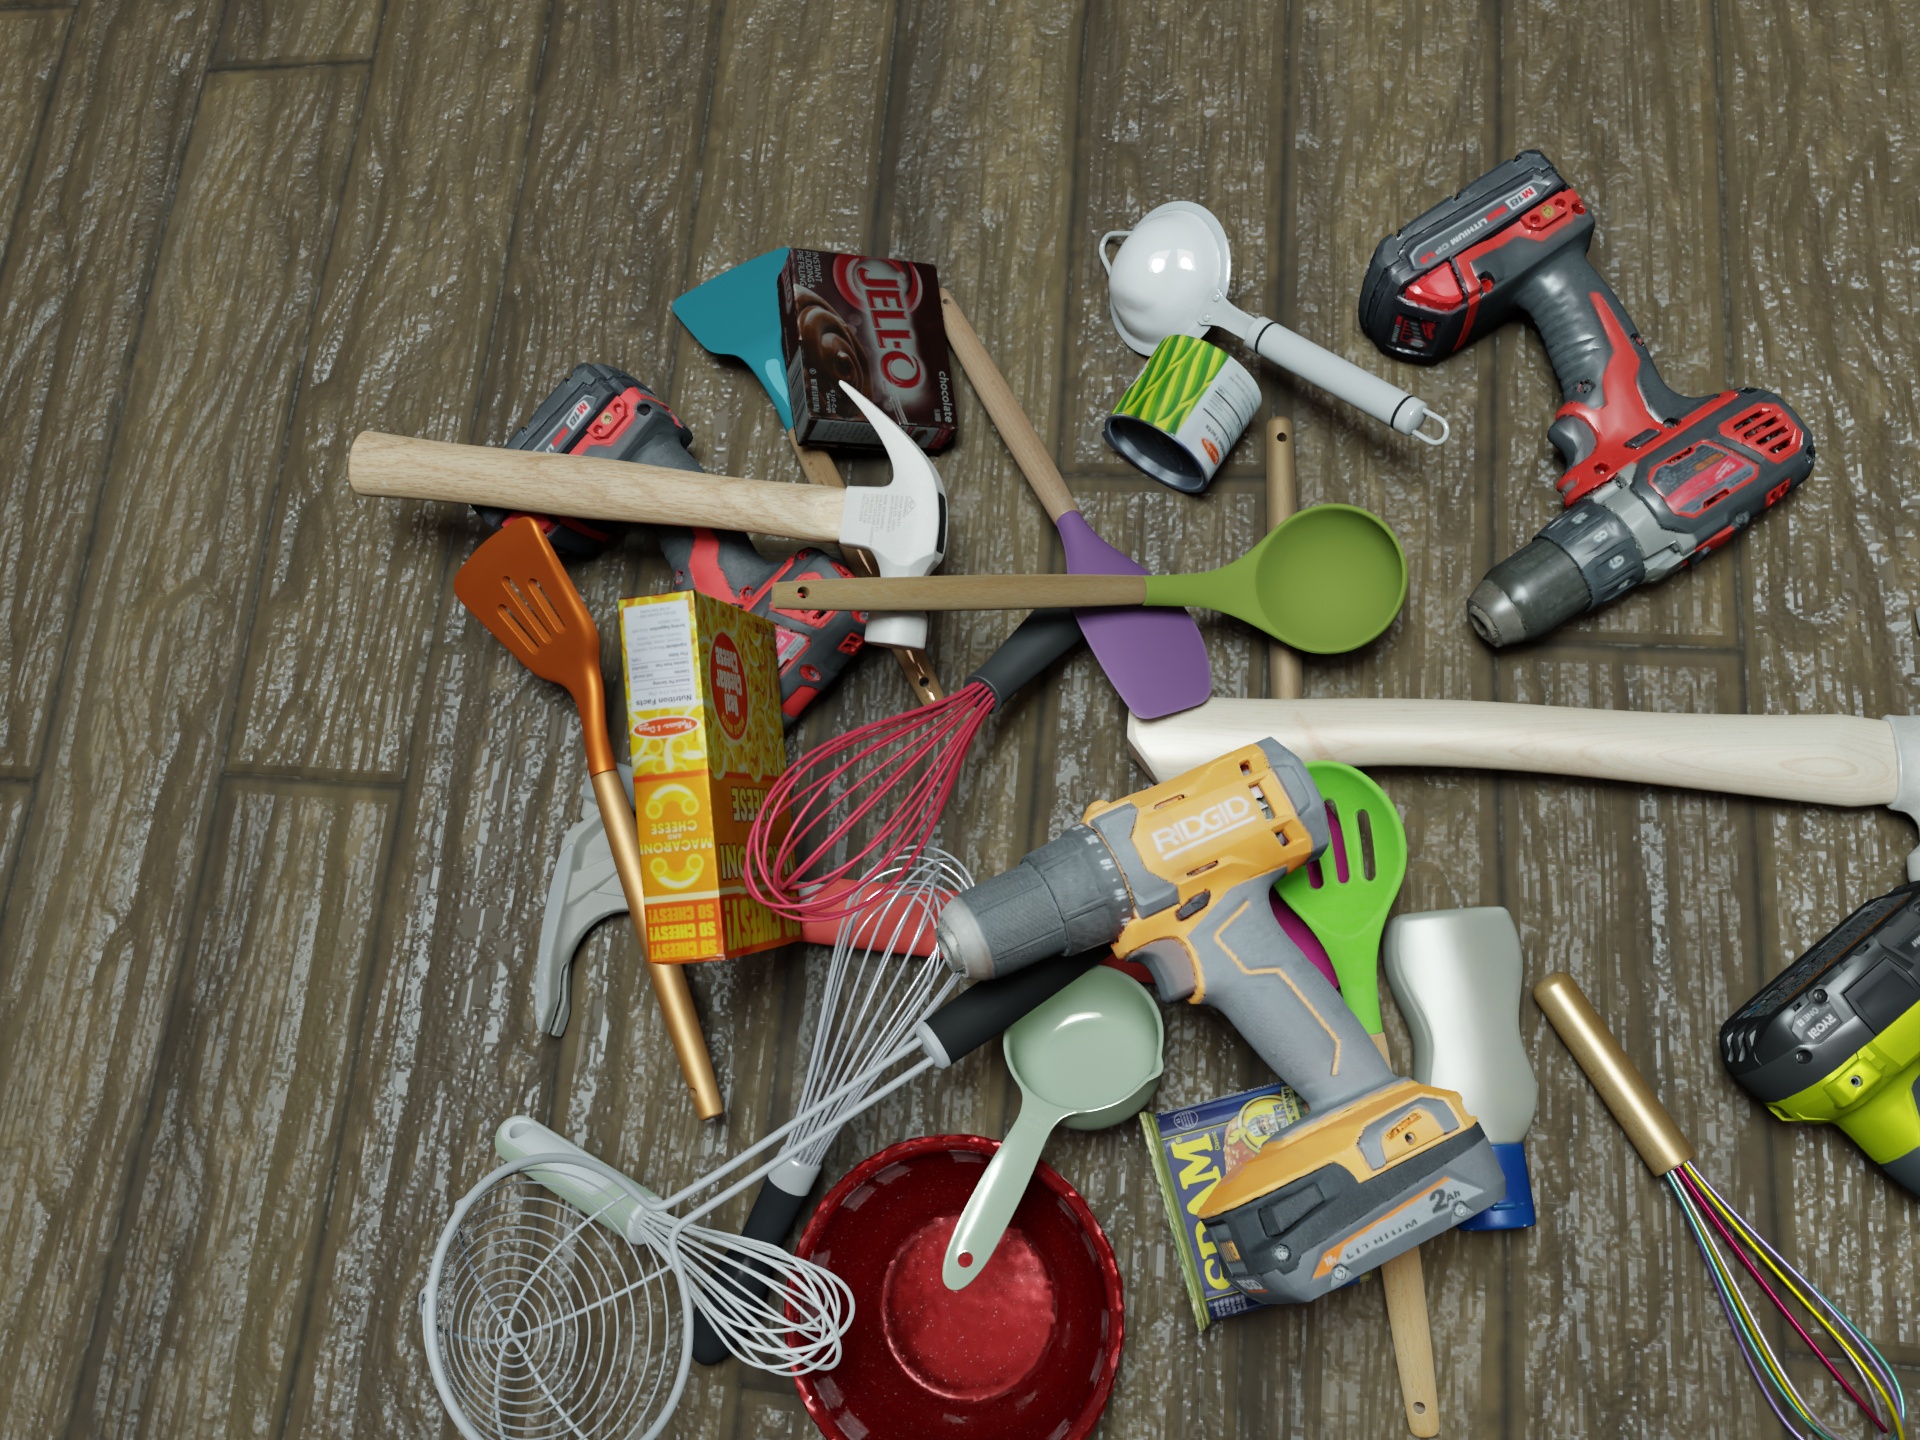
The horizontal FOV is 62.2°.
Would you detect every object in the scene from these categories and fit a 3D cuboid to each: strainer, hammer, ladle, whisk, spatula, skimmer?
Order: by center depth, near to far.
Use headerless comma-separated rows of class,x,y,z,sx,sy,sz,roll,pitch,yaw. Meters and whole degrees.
skimmer,-0.054,0.176,0.686,0.363,0.090,0.127,-31,90,-18
whisk,0.344,0.222,0.728,0.051,0.047,0.245,-30,68,1
whisk,-0.146,0.244,0.767,0.246,0.059,0.058,16,35,37
whisk,-0.066,0.192,0.777,0.070,0.070,0.284,27,96,16
ladle,0.068,-0.067,0.785,0.320,0.062,0.078,-2,79,-14
whisk,-0.001,-0.003,0.792,0.073,0.073,0.296,34,52,17
hammer,0.290,0.001,0.794,0.410,0.038,0.146,3,74,7
spatula,-0.185,0.052,0.825,0.081,0.041,0.323,-30,74,36
hammer,-0.044,0.112,0.830,0.359,0.036,0.149,6,75,12
hammer,-0.168,-0.122,0.834,0.331,0.031,0.130,8,89,12
strainer,0.156,-0.213,0.859,0.259,0.050,0.086,39,117,30
spatula,0.050,-0.129,0.870,0.059,0.018,0.316,-17,60,-18
spatula,-0.079,-0.144,0.921,0.082,0.044,0.318,-26,76,0

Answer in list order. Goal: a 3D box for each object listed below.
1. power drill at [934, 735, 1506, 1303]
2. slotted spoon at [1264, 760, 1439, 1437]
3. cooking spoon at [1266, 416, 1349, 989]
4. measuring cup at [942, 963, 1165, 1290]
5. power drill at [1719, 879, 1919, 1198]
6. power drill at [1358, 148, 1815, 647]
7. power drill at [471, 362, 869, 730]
power drill,0.109,0.136,0.699,0.185,0.084,0.226,-21,73,-15
slotted spoon,0.194,0.175,0.754,0.070,0.031,0.314,-10,82,24
cooking spoon,0.173,-0.014,0.840,0.069,0.017,0.319,0,74,6
measuring cup,0.039,0.193,0.743,0.083,0.038,0.168,20,62,25
power drill,0.472,0.185,0.702,0.171,0.080,0.223,-39,75,-3
power drill,0.302,-0.163,0.835,0.188,0.080,0.227,-33,74,-1
power drill,-0.160,-0.081,0.883,0.220,0.078,0.143,44,97,14
